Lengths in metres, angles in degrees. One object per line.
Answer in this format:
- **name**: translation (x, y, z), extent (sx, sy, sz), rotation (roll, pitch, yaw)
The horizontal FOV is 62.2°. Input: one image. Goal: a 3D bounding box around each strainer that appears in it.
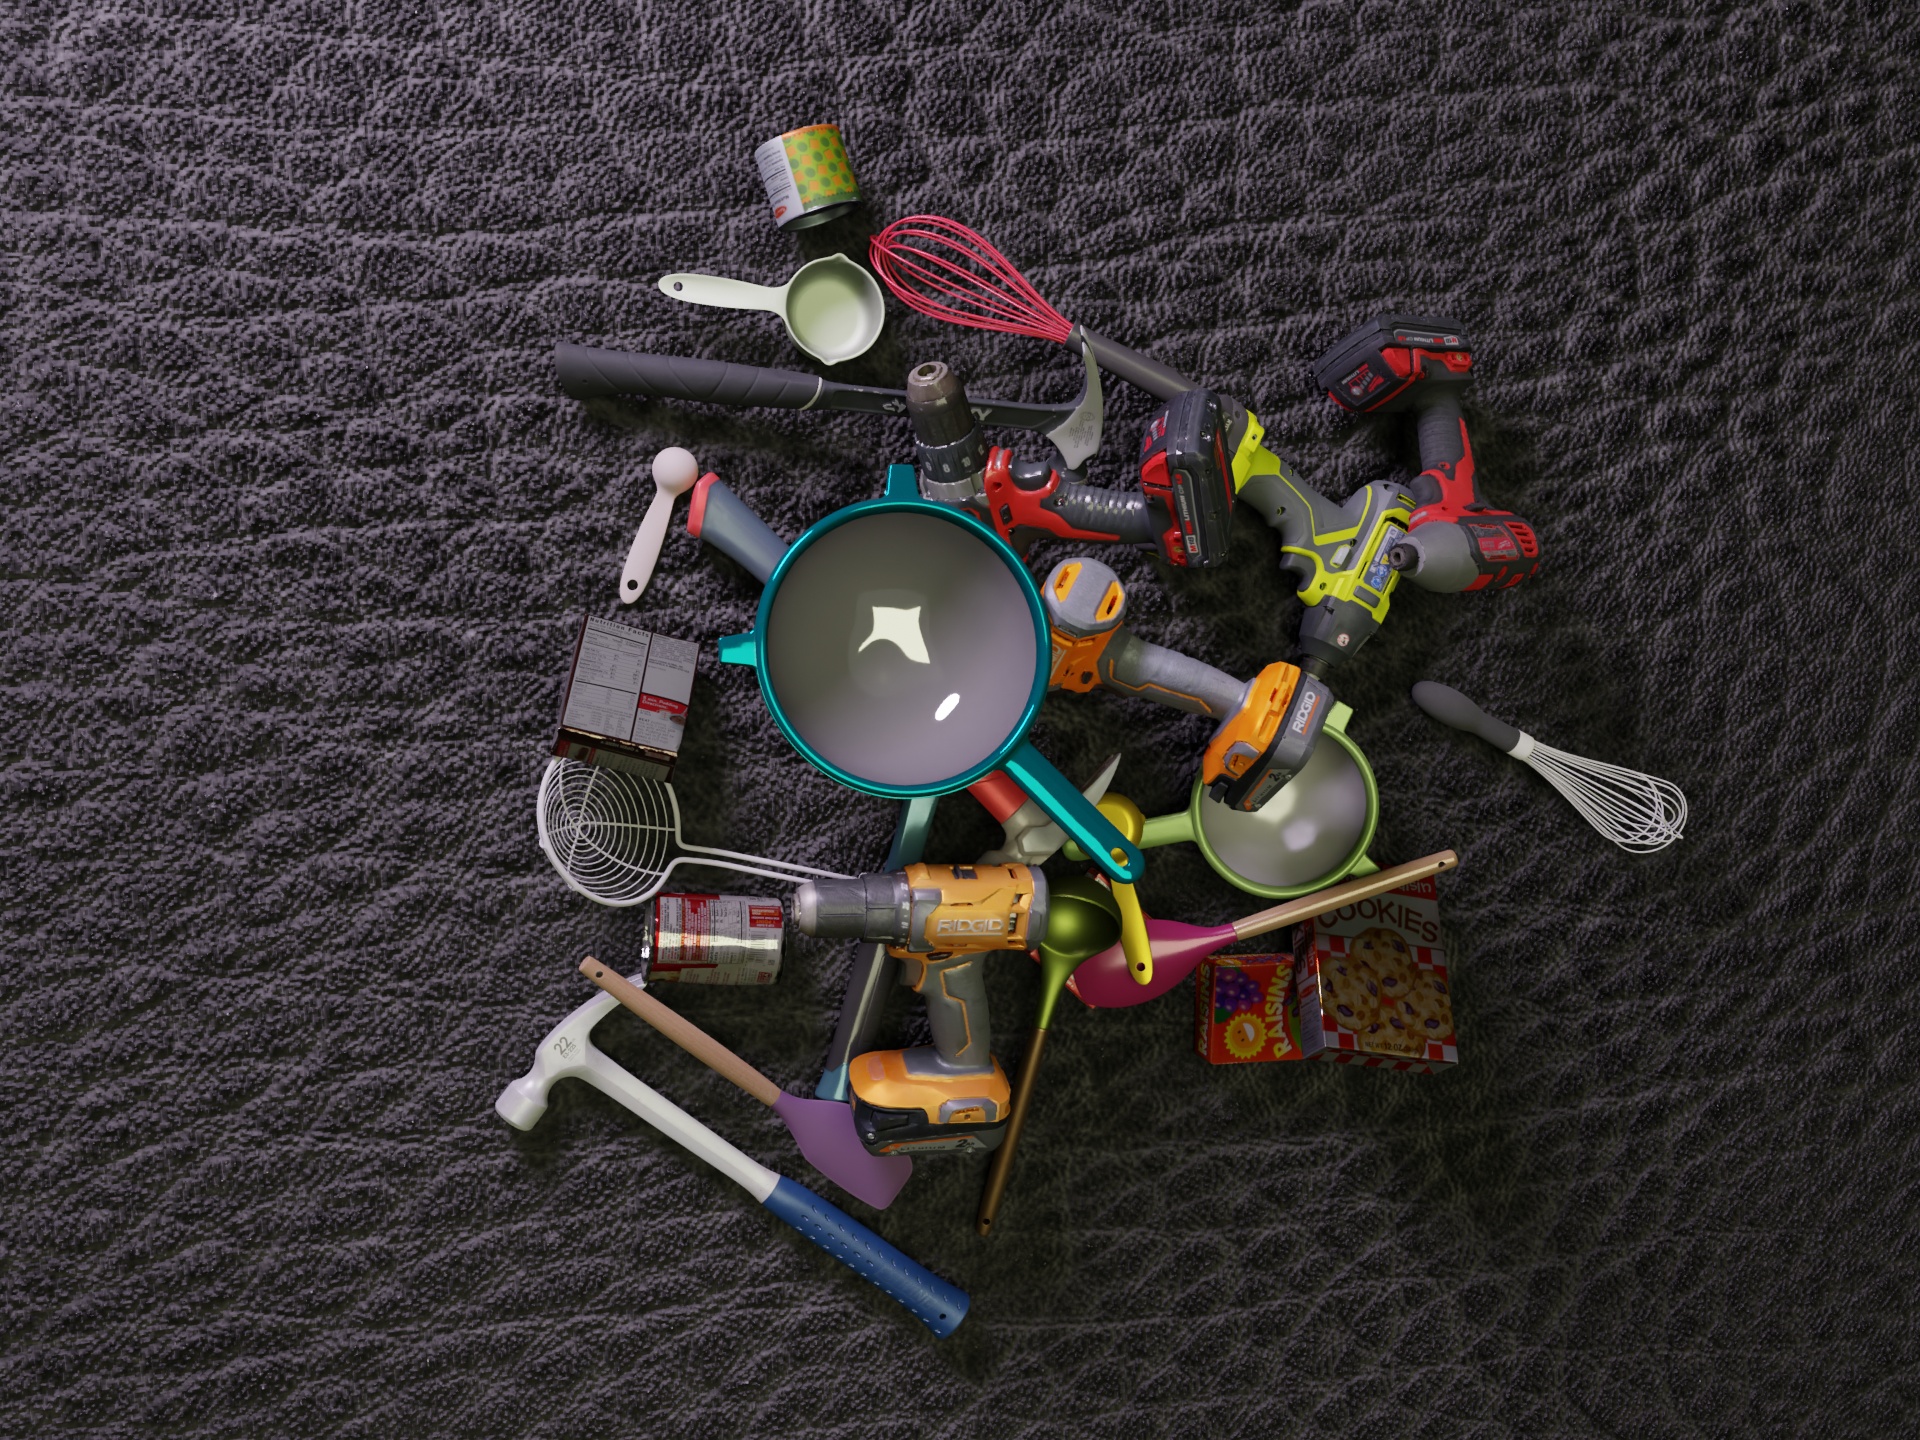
- **strainer**: translation (0.209, 0.076, 1.306), extent (0.256, 0.069, 0.151), rotation (-11, 97, 5)
- **strainer**: translation (-0.002, -0.004, 1.149), extent (0.340, 0.095, 0.211), rotation (44, 77, -8)

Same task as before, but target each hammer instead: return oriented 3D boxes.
- **hammer**: translation (-0.154, 0.356, 1.244), extent (0.405, 0.035, 0.144), rotation (39, 85, -14)
- **hammer**: translation (-0.092, -0.243, 1.179), extent (0.409, 0.149, 0.036), rotation (5, 51, -9)
- **hammer**: translation (-0.051, 0.141, 1.253), extent (0.128, 0.033, 0.331), rotation (15, 91, -16)
- **hammer**: translation (-0.051, -0.050, 1.209), extent (0.386, 0.038, 0.143), rotation (46, 76, -5)

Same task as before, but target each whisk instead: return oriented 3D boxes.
- **whisk**: translation (0.065, -0.301, 1.202), extent (0.296, 0.073, 0.073), rotation (27, 88, -2)
- **whisk**: translation (0.510, 0.035, 1.377), extent (0.284, 0.070, 0.070), rotation (28, 88, -11)

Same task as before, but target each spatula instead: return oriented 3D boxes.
- **spatula**: translation (-0.159, 0.271, 1.209), extent (0.315, 0.018, 0.060), rotation (40, 78, -18)

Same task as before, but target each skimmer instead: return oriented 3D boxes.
- **skimmer**: translation (-0.128, 0.101, 1.176), extent (0.363, 0.090, 0.127), rotation (13, 61, -6)

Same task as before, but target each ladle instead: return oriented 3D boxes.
- **ladle**: translation (0.057, 0.271, 1.260), extent (0.078, 0.062, 0.320), rotation (15, 102, 2)

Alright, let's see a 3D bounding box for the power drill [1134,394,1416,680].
- **power drill**: translation (0.255, -0.147, 1.284), extent (0.223, 0.080, 0.171), rotation (27, 87, -18)

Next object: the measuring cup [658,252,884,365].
- **measuring cup**: translation (-0.142, -0.311, 1.189), extent (0.167, 0.038, 0.083), rotation (5, 94, -13)

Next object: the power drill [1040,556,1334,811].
- **power drill**: translation (0.148, -0.021, 1.206), extent (0.226, 0.164, 0.084), rotation (28, 63, 0)

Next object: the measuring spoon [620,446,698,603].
- **measuring spoon**: translation (-0.229, -0.145, 1.191), extent (0.034, 0.018, 0.124), rotation (20, 90, -15)

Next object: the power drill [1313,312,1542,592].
- **power drill**: translation (0.367, -0.204, 1.254), extent (0.143, 0.078, 0.220), rotation (-7, 75, -33)

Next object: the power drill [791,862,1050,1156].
- **power drill**: translation (-0.038, 0.208, 1.176), extent (0.185, 0.084, 0.226), rotation (1, 113, -14)

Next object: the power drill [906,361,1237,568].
- **power drill**: translation (0.076, -0.184, 1.157), extent (0.227, 0.080, 0.187), rotation (-2, 135, 19)

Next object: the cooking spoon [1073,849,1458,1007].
- **cooking spoon**: translation (0.244, 0.161, 1.272), extent (0.319, 0.017, 0.068), rotation (-19, 102, 2)

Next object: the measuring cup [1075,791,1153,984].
- **measuring cup**: translation (0.127, 0.133, 1.258), extent (0.062, 0.029, 0.156), rotation (-14, 82, 10)
